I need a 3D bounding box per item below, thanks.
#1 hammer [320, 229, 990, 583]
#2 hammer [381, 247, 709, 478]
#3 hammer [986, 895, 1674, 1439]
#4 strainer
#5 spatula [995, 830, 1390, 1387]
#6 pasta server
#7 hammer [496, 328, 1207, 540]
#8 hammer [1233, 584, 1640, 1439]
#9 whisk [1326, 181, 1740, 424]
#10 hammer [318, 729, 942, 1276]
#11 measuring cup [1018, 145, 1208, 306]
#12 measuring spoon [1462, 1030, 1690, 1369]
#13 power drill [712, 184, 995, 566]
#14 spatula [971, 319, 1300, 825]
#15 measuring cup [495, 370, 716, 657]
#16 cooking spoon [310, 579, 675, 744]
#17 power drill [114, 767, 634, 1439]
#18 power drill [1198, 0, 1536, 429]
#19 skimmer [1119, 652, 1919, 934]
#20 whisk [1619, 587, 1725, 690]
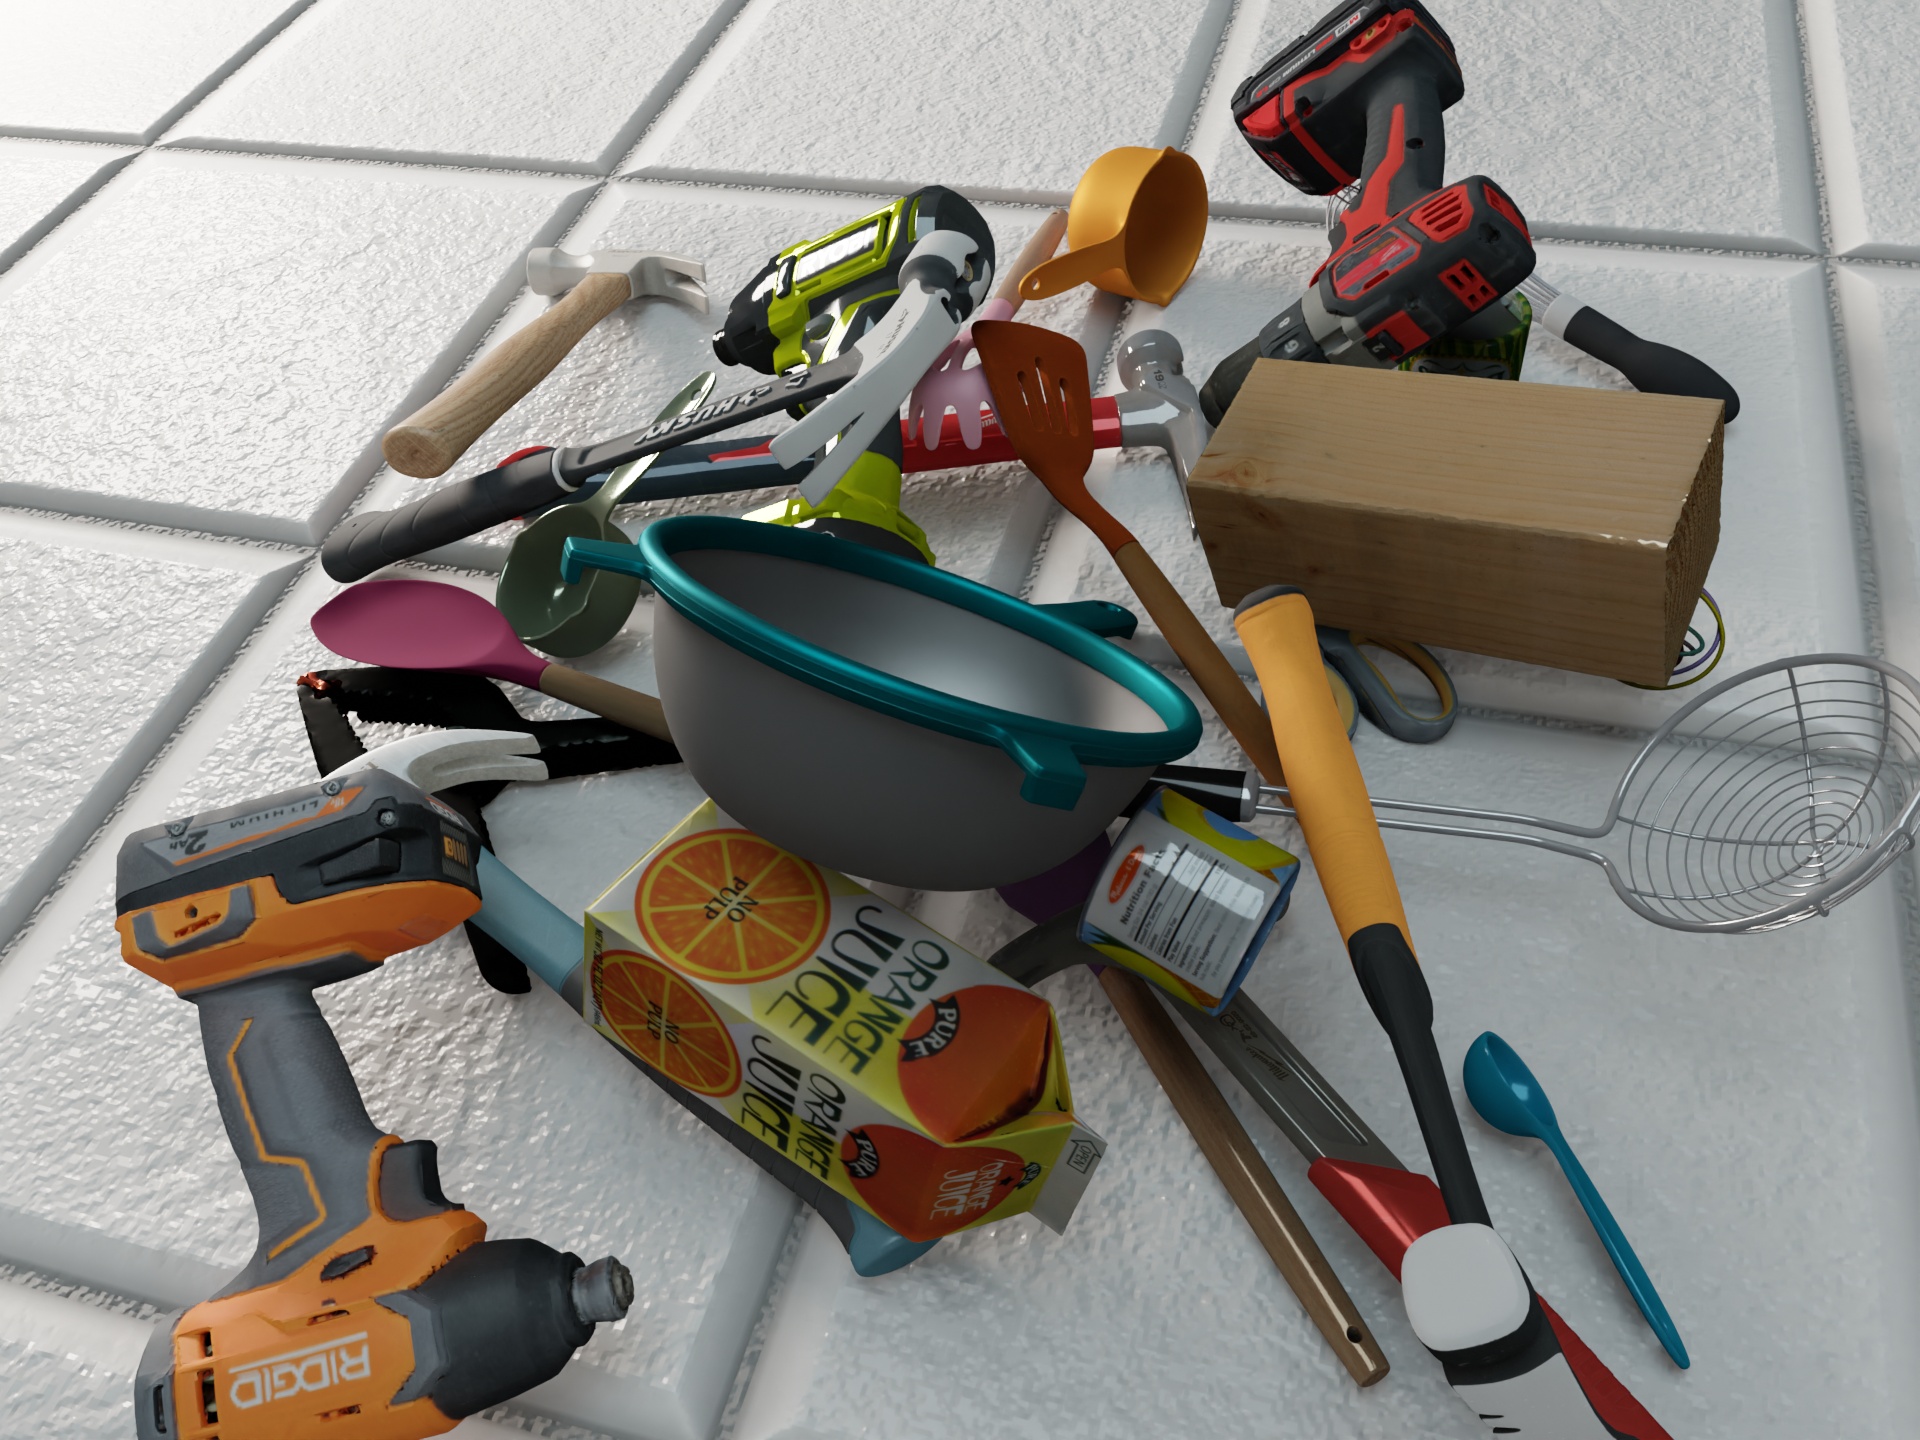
[{"bbox_3d":[-0.175,-0.118,0.751,0.409,0.036,0.149,-11,39,36],"label":"hammer"},{"bbox_3d":[-0.235,-0.213,0.903,0.130,0.031,0.331,2,32,9],"label":"hammer"},{"bbox_3d":[0.157,0.186,0.537,0.149,0.036,0.359,-17,49,-31],"label":"hammer"},{"bbox_3d":[-0.001,-0.002,0.639,0.211,0.095,0.340,25,14,19],"label":"strainer"},{"bbox_3d":[0.076,0.119,0.636,0.060,0.018,0.316,-21,48,-13],"label":"spatula"},{"bbox_3d":[0.030,-0.237,0.915,0.060,0.040,0.316,1,33,15],"label":"pasta server"},{"bbox_3d":[-0.061,-0.136,0.868,0.386,0.038,0.143,-7,50,1],"label":"hammer"},{"bbox_3d":[0.144,0.074,0.543,0.034,0.127,0.337,-24,41,17],"label":"hammer"},{"bbox_3d":[0.320,-0.247,0.908,0.070,0.070,0.285,-34,57,-21],"label":"whisk"},{"bbox_3d":[-0.141,0.109,0.636,0.331,0.033,0.128,32,60,22],"label":"hammer"},{"bbox_3d":[0.076,-0.282,0.935,0.052,0.095,0.173,26,44,36],"label":"measuring cup"},{"bbox_3d":[0.216,0.172,0.570,0.021,0.042,0.129,-39,53,22],"label":"measuring spoon"},{"bbox_3d":[-0.072,-0.140,0.785,0.171,0.080,0.223,-12,61,38],"label":"power drill"},{"bbox_3d":[0.096,-0.069,0.753,0.081,0.041,0.323,-2,50,-42],"label":"spatula"},{"bbox_3d":[-0.168,-0.103,0.807,0.167,0.038,0.083,-51,49,2],"label":"measuring cup"},{"bbox_3d":[-0.171,-0.011,0.741,0.319,0.017,0.069,18,44,19],"label":"cooking spoon"},{"bbox_3d":[-0.211,0.139,0.569,0.164,0.084,0.227,-15,72,2],"label":"power drill"},{"bbox_3d":[0.205,-0.274,0.874,0.188,0.080,0.227,-30,45,36],"label":"power drill"},{"bbox_3d":[0.176,0.017,0.636,0.363,0.090,0.127,5,46,18],"label":"skimmer"},{"bbox_3d":[0.247,-0.075,0.775,0.245,0.047,0.051,28,49,33],"label":"whisk"}]
